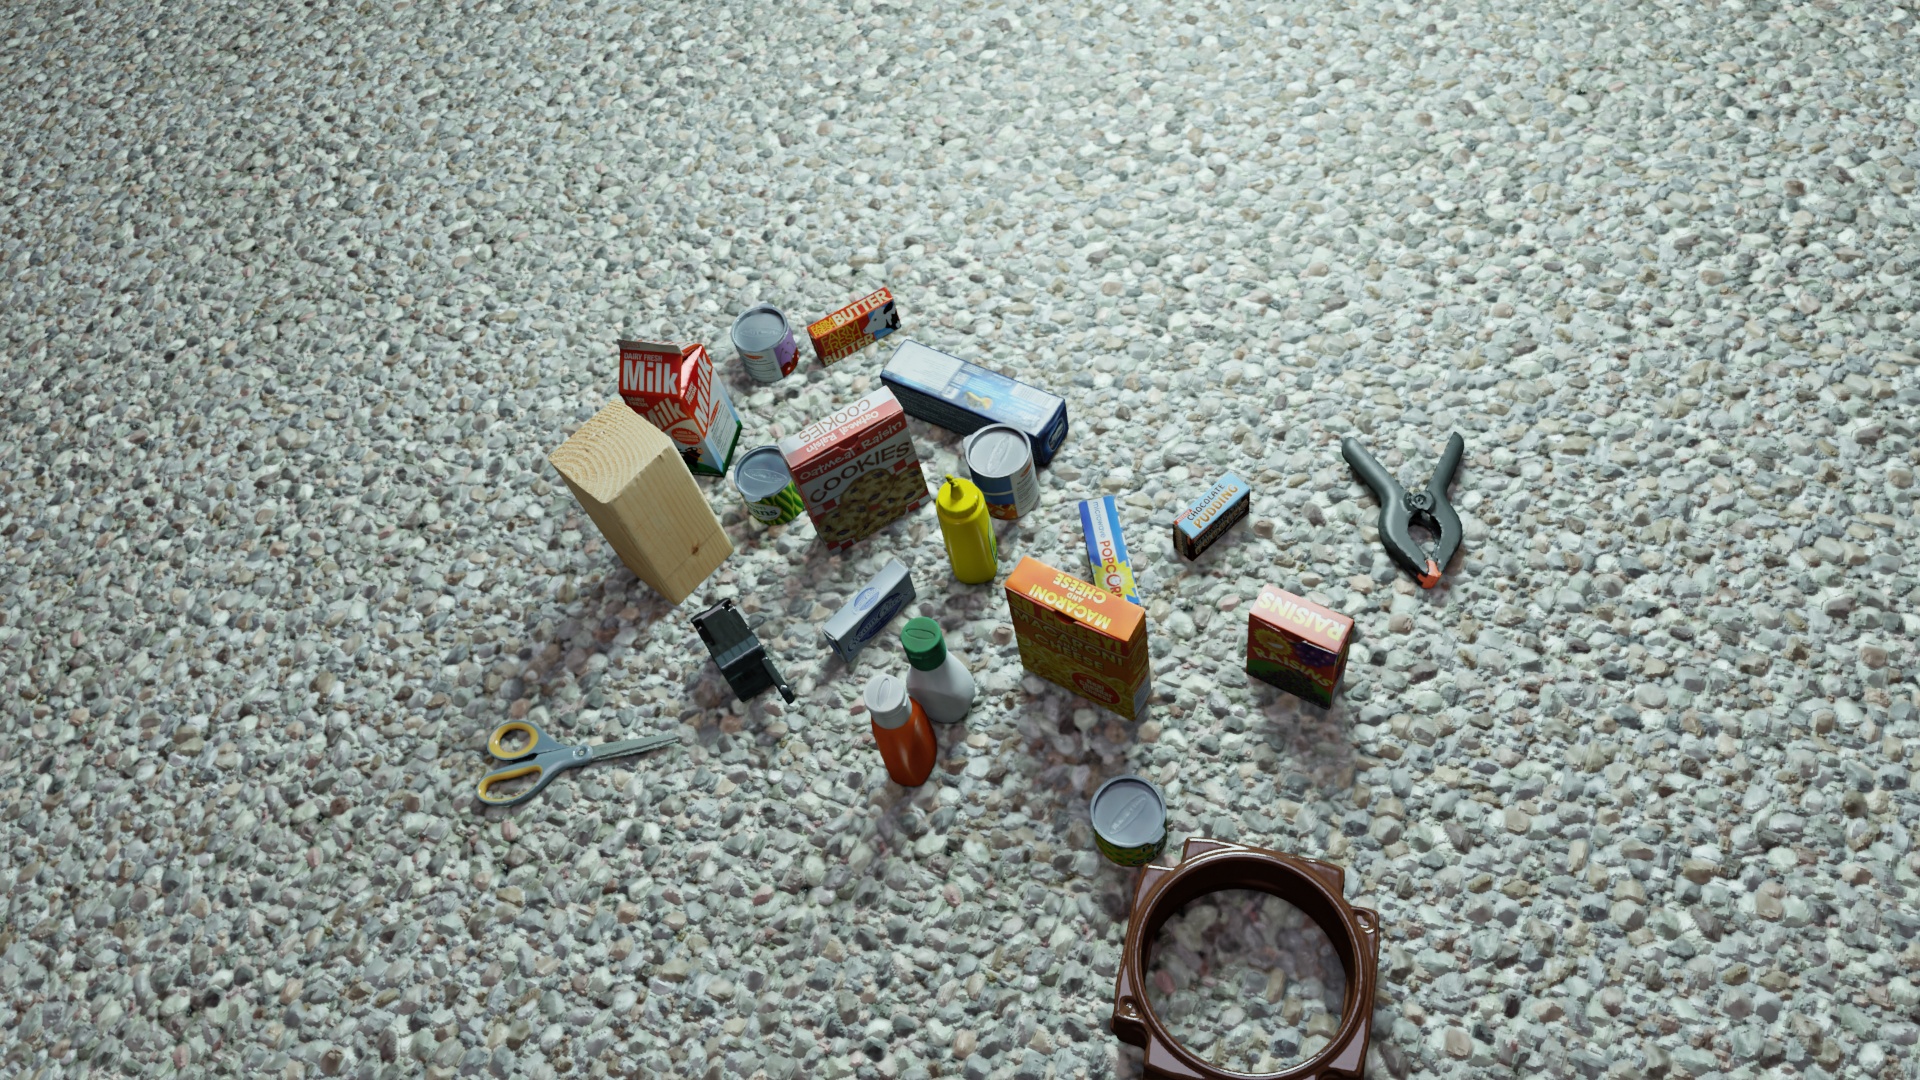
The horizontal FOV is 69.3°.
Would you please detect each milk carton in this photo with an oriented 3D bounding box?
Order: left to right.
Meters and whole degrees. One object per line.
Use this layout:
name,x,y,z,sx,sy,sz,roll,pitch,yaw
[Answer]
milk carton,-0.298,-0.149,1.465,0.072,0.189,0.074,6,61,14

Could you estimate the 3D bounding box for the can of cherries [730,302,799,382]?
can of cherries,-0.220,-0.224,1.575,0.071,0.058,0.072,-4,59,7

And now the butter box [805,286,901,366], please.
butter box,-0.120,-0.242,1.572,0.104,0.053,0.024,-29,59,-8

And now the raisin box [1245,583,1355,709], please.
raisin box,0.304,0.097,1.252,0.086,0.123,0.040,25,67,22

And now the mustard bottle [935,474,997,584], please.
mustard bottle,0.005,-0.017,1.350,0.049,0.159,0.065,-9,58,4

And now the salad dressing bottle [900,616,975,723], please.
salad dressing bottle,-0.024,0.120,1.279,0.064,0.147,0.044,9,61,15

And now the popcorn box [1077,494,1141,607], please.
popcorn box,0.146,0.031,1.341,0.038,0.085,0.127,-11,58,3

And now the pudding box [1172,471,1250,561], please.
pudding box,0.249,-0.024,1.378,0.084,0.049,0.030,-39,61,-14

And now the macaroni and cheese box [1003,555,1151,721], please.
macaroni and cheese box,0.109,0.092,1.263,0.124,0.165,0.040,24,66,22

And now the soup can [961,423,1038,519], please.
soup can,0.041,-0.071,1.422,0.071,0.083,0.071,-4,59,7

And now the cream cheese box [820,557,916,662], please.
cream cheese box,-0.089,0.070,1.376,0.024,0.053,0.104,37,71,27

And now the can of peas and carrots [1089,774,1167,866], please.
can of peas and carrots,0.151,0.249,1.223,0.071,0.058,0.071,-4,59,7

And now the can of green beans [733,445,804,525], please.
can of green beans,-0.201,-0.058,1.470,0.071,0.057,0.071,-4,59,7

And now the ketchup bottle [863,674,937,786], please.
ketchup bottle,-0.054,0.168,1.254,0.043,0.148,0.065,6,61,13

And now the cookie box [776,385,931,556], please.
cookie box,-0.103,-0.067,1.395,0.123,0.166,0.040,-30,59,-9
